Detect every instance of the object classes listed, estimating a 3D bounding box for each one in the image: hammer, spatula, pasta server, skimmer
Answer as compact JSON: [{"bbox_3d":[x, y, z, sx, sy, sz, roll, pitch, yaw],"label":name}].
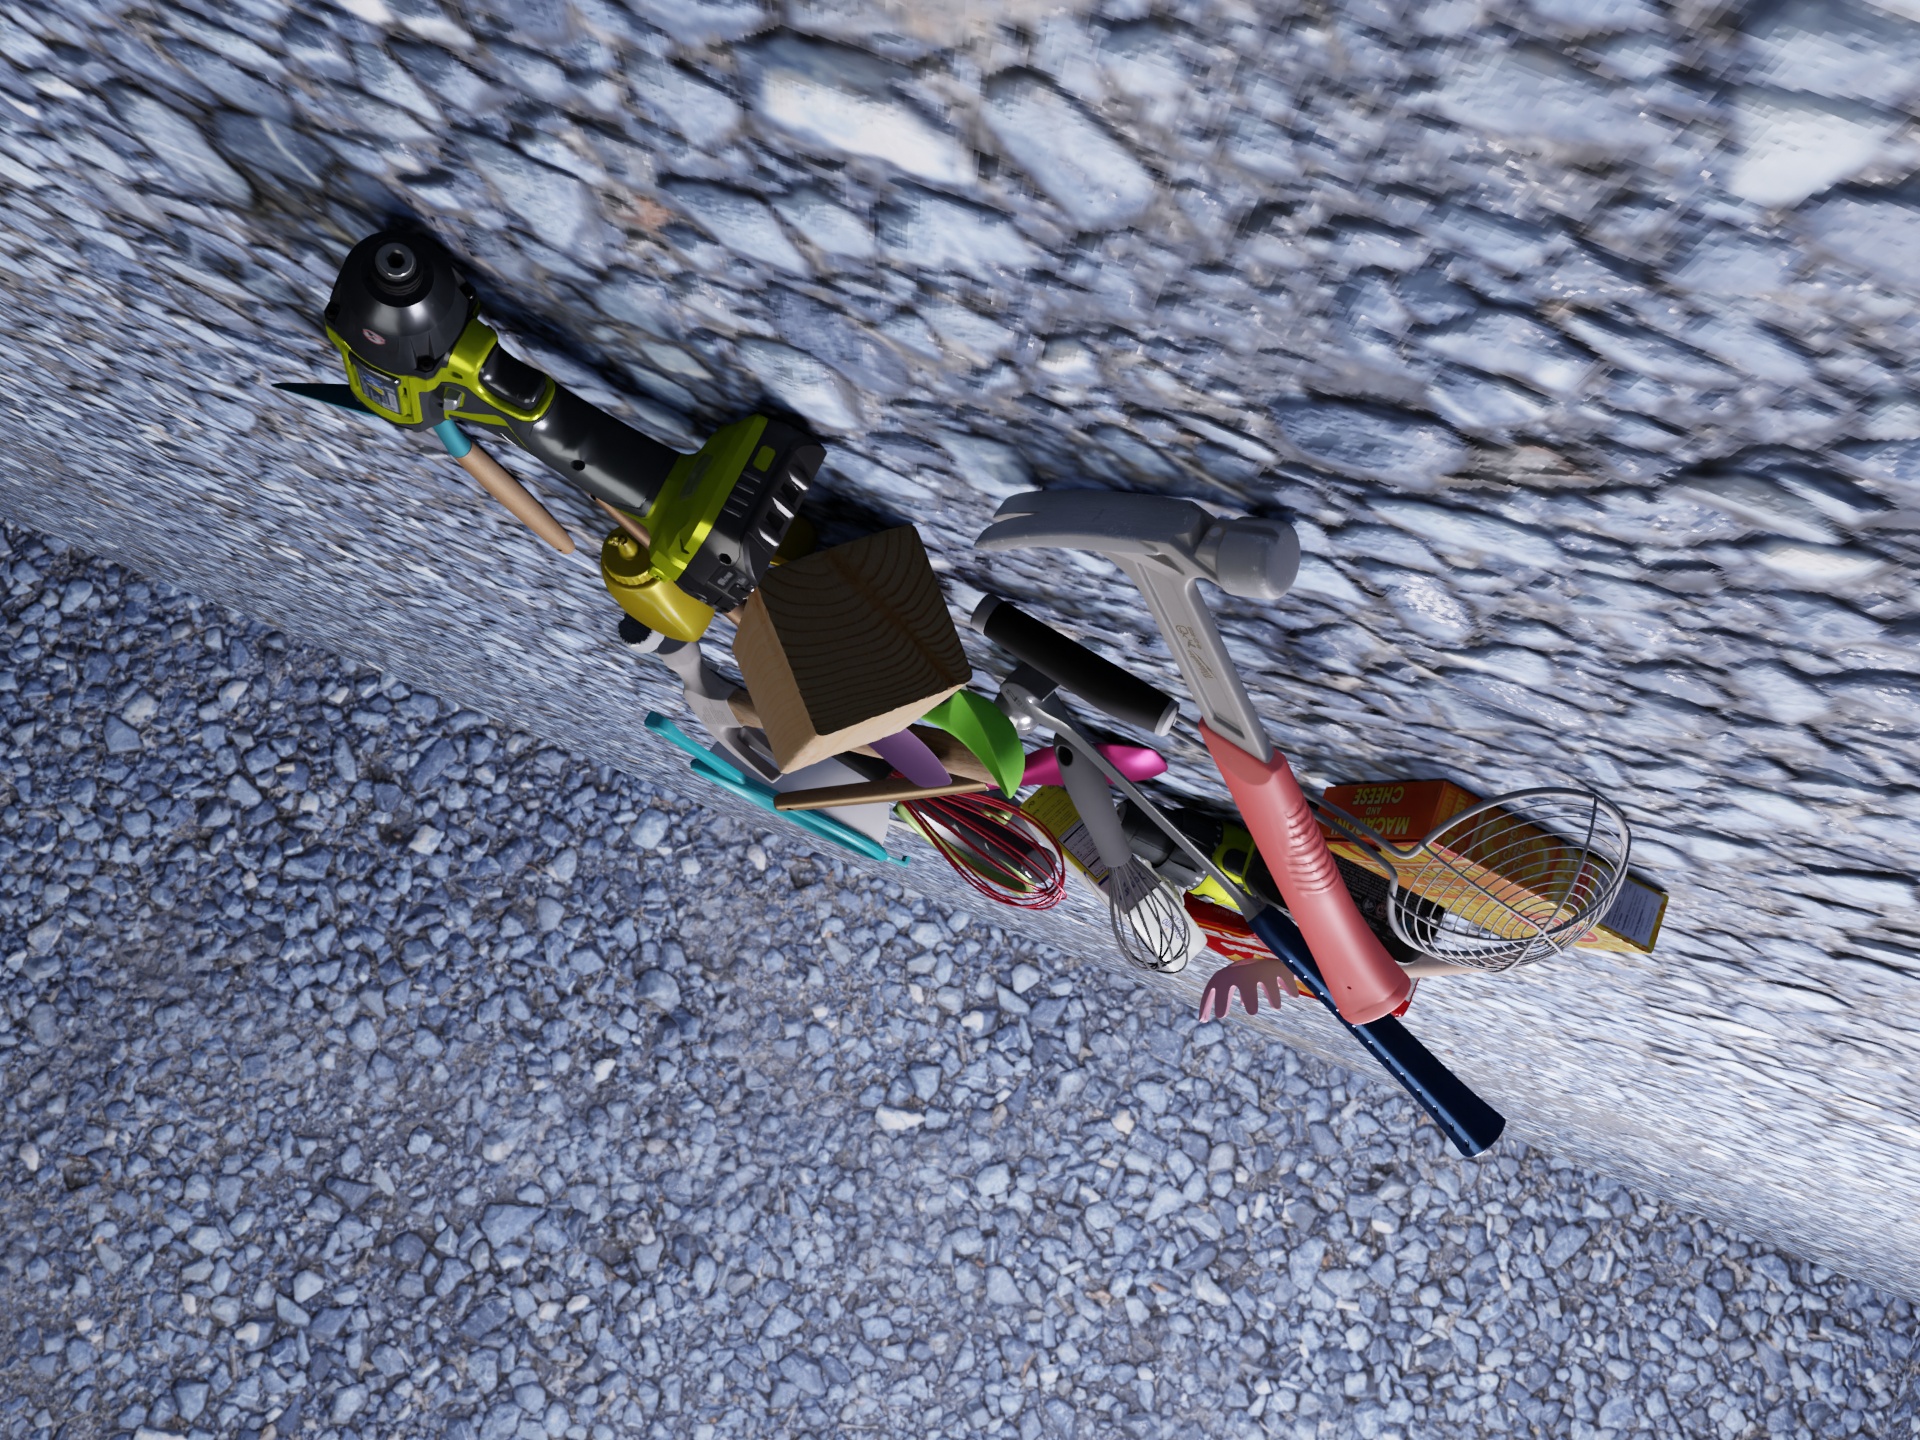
[{"bbox_3d":[0.138,0.032,0.762,0.149,0.037,0.358,11,146,41],"label":"hammer"},{"bbox_3d":[0.175,0.111,0.977,0.405,0.035,0.144,45,168,5],"label":"hammer"},{"bbox_3d":[-0.120,-0.053,1.023,0.315,0.018,0.060,42,153,-23],"label":"spatula"},{"bbox_3d":[0.303,0.188,1.159,0.316,0.040,0.060,2,165,-30],"label":"pasta server"},{"bbox_3d":[-0.088,0.007,1.159,0.331,0.031,0.129,11,140,43],"label":"hammer"},{"bbox_3d":[0.175,0.017,0.855,0.363,0.090,0.127,31,130,15],"label":"skimmer"},{"bbox_3d":[-0.316,-0.156,1.023,0.082,0.044,0.317,16,169,12],"label":"spatula"},{"bbox_3d":[-0.099,0.026,1.334,0.409,0.036,0.149,29,174,17],"label":"hammer"}]

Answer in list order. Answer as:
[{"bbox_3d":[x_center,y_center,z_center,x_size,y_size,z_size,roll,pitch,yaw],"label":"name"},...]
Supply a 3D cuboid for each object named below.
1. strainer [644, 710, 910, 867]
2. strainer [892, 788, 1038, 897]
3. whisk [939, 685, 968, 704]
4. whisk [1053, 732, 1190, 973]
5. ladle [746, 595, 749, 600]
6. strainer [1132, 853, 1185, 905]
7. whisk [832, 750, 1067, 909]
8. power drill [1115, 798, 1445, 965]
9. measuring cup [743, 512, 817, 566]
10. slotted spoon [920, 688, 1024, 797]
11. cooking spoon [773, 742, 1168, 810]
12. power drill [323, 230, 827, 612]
[{"bbox_3d":[-0.176,0.029,1.494,0.211,0.095,0.340,21,169,32],"label":"strainer"},{"bbox_3d":[0.027,0.082,1.429,0.151,0.069,0.256,34,164,0],"label":"strainer"},{"bbox_3d":[-0.002,-0.004,1.132,0.059,0.058,0.246,-14,159,4],"label":"whisk"},{"bbox_3d":[0.113,0.096,1.129,0.055,0.055,0.238,12,138,43],"label":"whisk"},{"bbox_3d":[-0.140,-0.063,1.172,0.069,0.031,0.315,20,167,20],"label":"ladle"},{"bbox_3d":[0.149,0.110,1.390,0.087,0.050,0.258,60,166,-12],"label":"strainer"},{"bbox_3d":[-0.039,0.055,1.240,0.296,0.073,0.073,33,172,15],"label":"whisk"},{"bbox_3d":[0.220,0.106,1.133,0.190,0.080,0.228,25,172,-11],"label":"power drill"},{"bbox_3d":[-0.093,-0.099,0.925,0.062,0.029,0.156,18,180,17],"label":"measuring cup"},{"bbox_3d":[-0.037,-0.017,1.044,0.314,0.031,0.070,28,145,58],"label":"slotted spoon"},{"bbox_3d":[-0.002,0.046,1.170,0.319,0.017,0.068,-7,152,26],"label":"cooking spoon"},{"bbox_3d":[-0.184,-0.142,0.746,0.223,0.080,0.171,28,168,-13],"label":"power drill"}]
